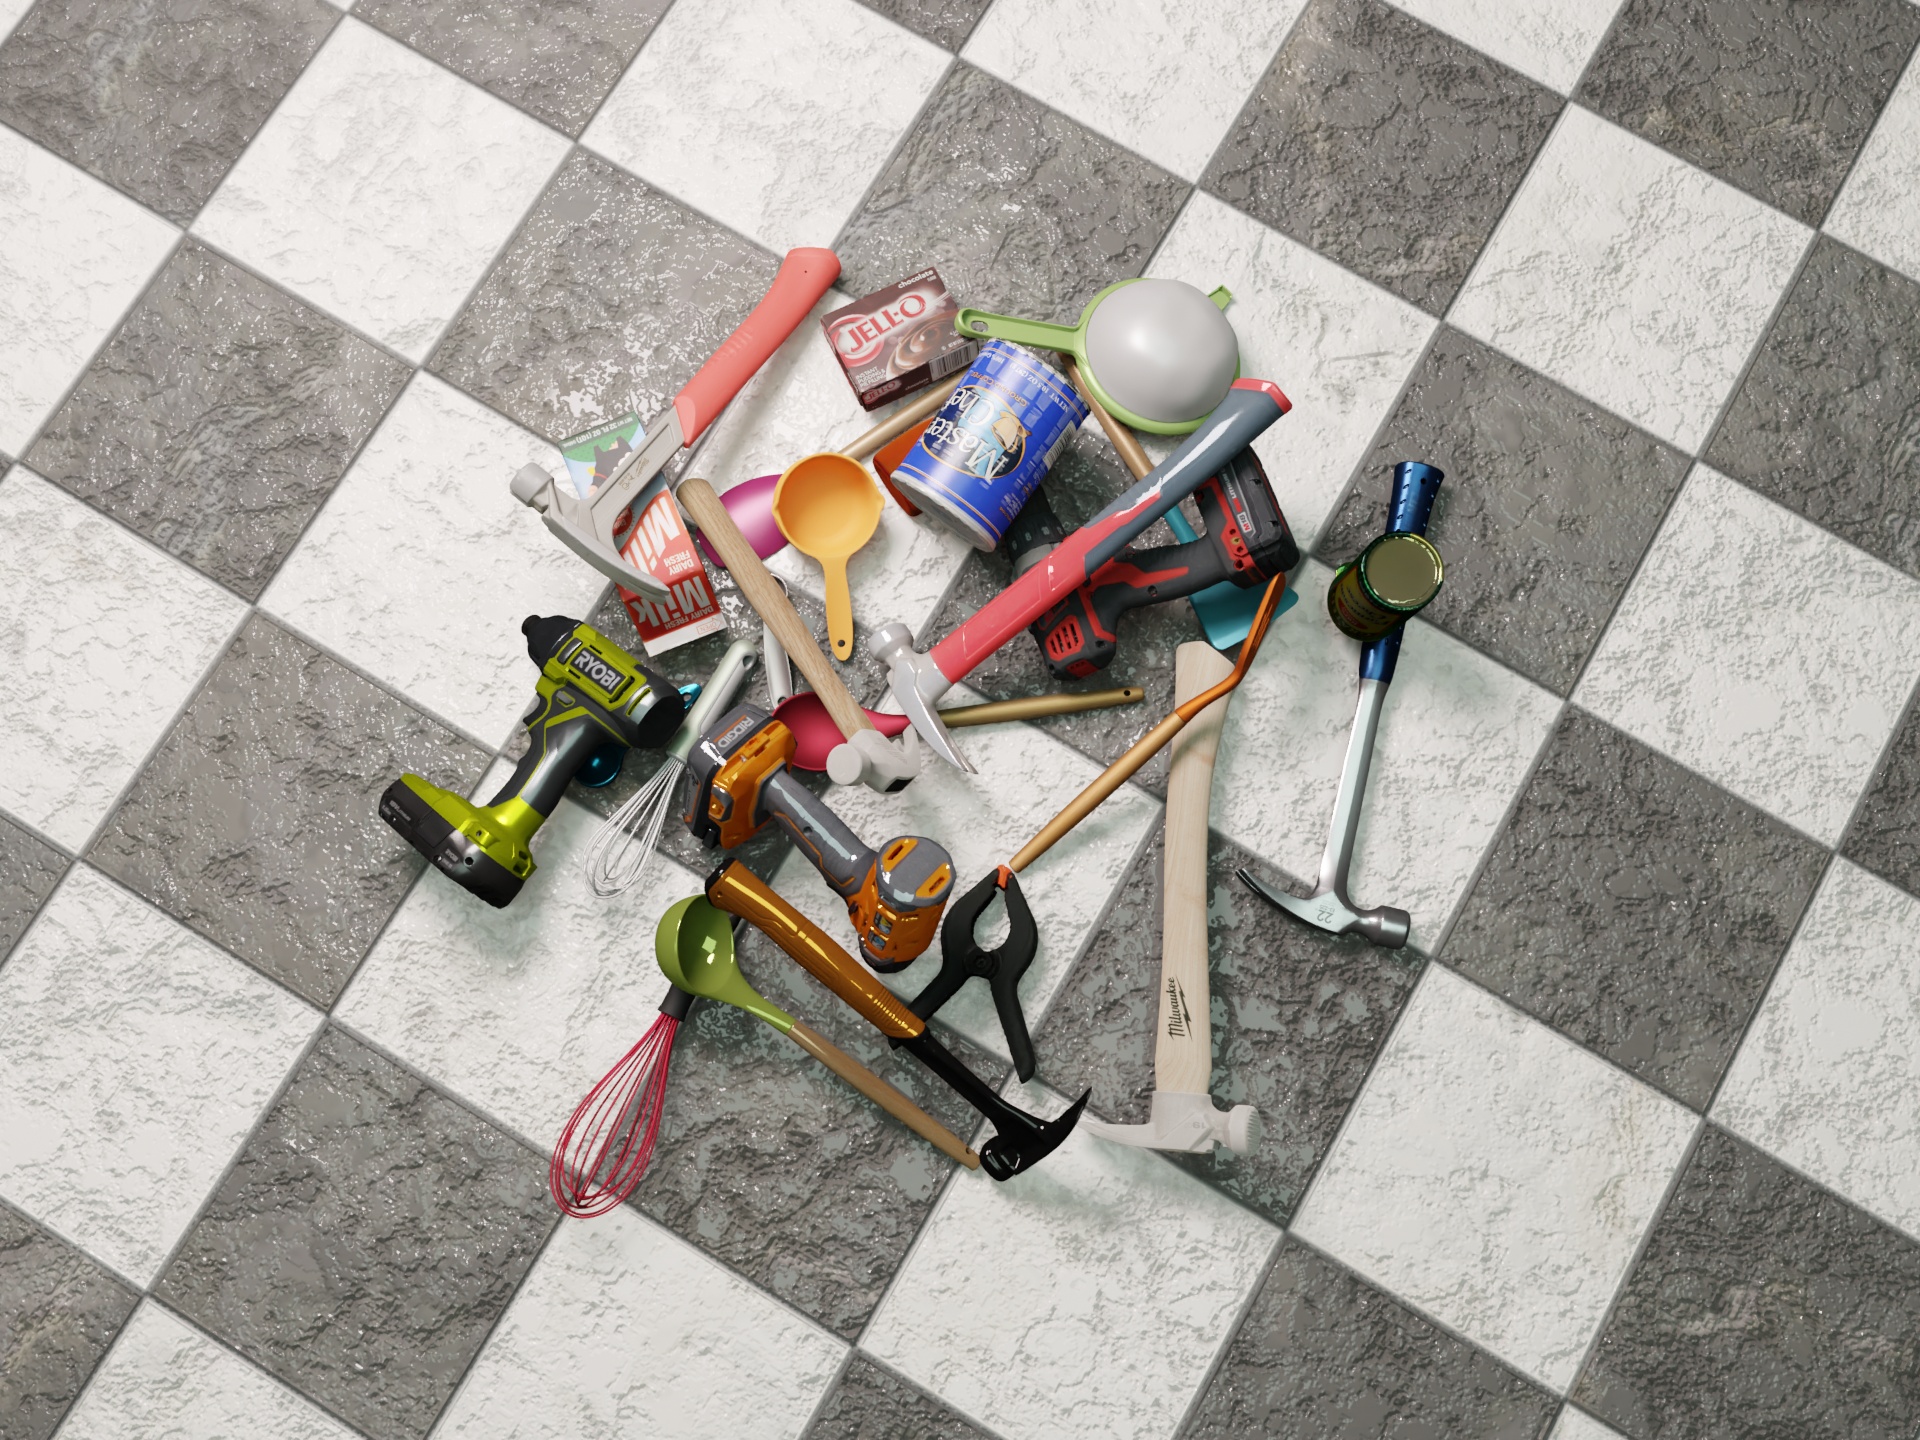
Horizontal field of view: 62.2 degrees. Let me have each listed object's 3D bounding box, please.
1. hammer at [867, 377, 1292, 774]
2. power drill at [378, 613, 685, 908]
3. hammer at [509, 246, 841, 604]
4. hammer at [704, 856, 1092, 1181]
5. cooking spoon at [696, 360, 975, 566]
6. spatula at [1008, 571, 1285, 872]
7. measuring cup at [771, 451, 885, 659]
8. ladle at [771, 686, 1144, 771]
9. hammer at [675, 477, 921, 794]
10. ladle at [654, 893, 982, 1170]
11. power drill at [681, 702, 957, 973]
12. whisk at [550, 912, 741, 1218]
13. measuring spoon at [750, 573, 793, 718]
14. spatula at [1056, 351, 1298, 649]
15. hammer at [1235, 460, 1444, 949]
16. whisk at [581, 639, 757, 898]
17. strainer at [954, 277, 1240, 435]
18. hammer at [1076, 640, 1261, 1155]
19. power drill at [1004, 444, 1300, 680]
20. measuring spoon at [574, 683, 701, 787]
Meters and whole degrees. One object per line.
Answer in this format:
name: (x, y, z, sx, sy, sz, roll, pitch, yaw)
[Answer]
hammer: (0.107, -0.121, 1.251, 0.386, 0.038, 0.143, -38, 69, 14)
power drill: (-0.351, 0.024, 1.285, 0.171, 0.080, 0.223, 33, 77, 28)
hammer: (-0.202, -0.264, 1.316, 0.149, 0.036, 0.359, 38, 64, -5)
hammer: (-0.057, 0.219, 1.219, 0.337, 0.127, 0.034, 40, 41, -2)
cooking spoon: (-0.088, -0.235, 1.371, 0.319, 0.017, 0.069, -35, 84, -6)
spatula: (0.154, 0.007, 1.286, 0.322, 0.081, 0.041, -43, 78, 10)
measuring cup: (-0.111, -0.139, 1.343, 0.095, 0.052, 0.173, -7, 102, -12)
ladle: (-0.002, -0.004, 1.327, 0.315, 0.031, 0.069, -7, 75, -4)
hammer: (-0.136, -0.073, 1.282, 0.031, 0.130, 0.332, -43, 66, 17)
ladle: (-0.106, 0.250, 1.246, 0.320, 0.062, 0.078, 38, 39, -5)
power drill: (-0.112, 0.106, 1.252, 0.226, 0.164, 0.084, 37, 55, 14)
whisk: (-0.239, 0.253, 1.265, 0.073, 0.073, 0.296, 24, 74, 4)
measuring spoon: (-0.156, -0.062, 1.345, 0.034, 0.018, 0.124, -8, 87, 6)
spatula: (0.166, -0.205, 1.356, 0.082, 0.044, 0.317, -32, 80, -1)
hammer: (0.338, -0.023, 1.328, 0.144, 0.035, 0.405, 14, 80, 2)
whisk: (-0.235, 0.038, 1.308, 0.059, 0.057, 0.246, 21, 74, 34)
strainer: (0.126, -0.329, 1.337, 0.256, 0.069, 0.152, 6, 72, -13)
hammer: (0.173, 0.136, 1.285, 0.146, 0.038, 0.411, -3, 72, 27)
power drill: (0.142, -0.156, 1.306, 0.226, 0.080, 0.188, -25, 72, 18)
measuring spoon: (-0.267, 0.013, 1.329, 0.128, 0.021, 0.042, -38, 65, -16)
